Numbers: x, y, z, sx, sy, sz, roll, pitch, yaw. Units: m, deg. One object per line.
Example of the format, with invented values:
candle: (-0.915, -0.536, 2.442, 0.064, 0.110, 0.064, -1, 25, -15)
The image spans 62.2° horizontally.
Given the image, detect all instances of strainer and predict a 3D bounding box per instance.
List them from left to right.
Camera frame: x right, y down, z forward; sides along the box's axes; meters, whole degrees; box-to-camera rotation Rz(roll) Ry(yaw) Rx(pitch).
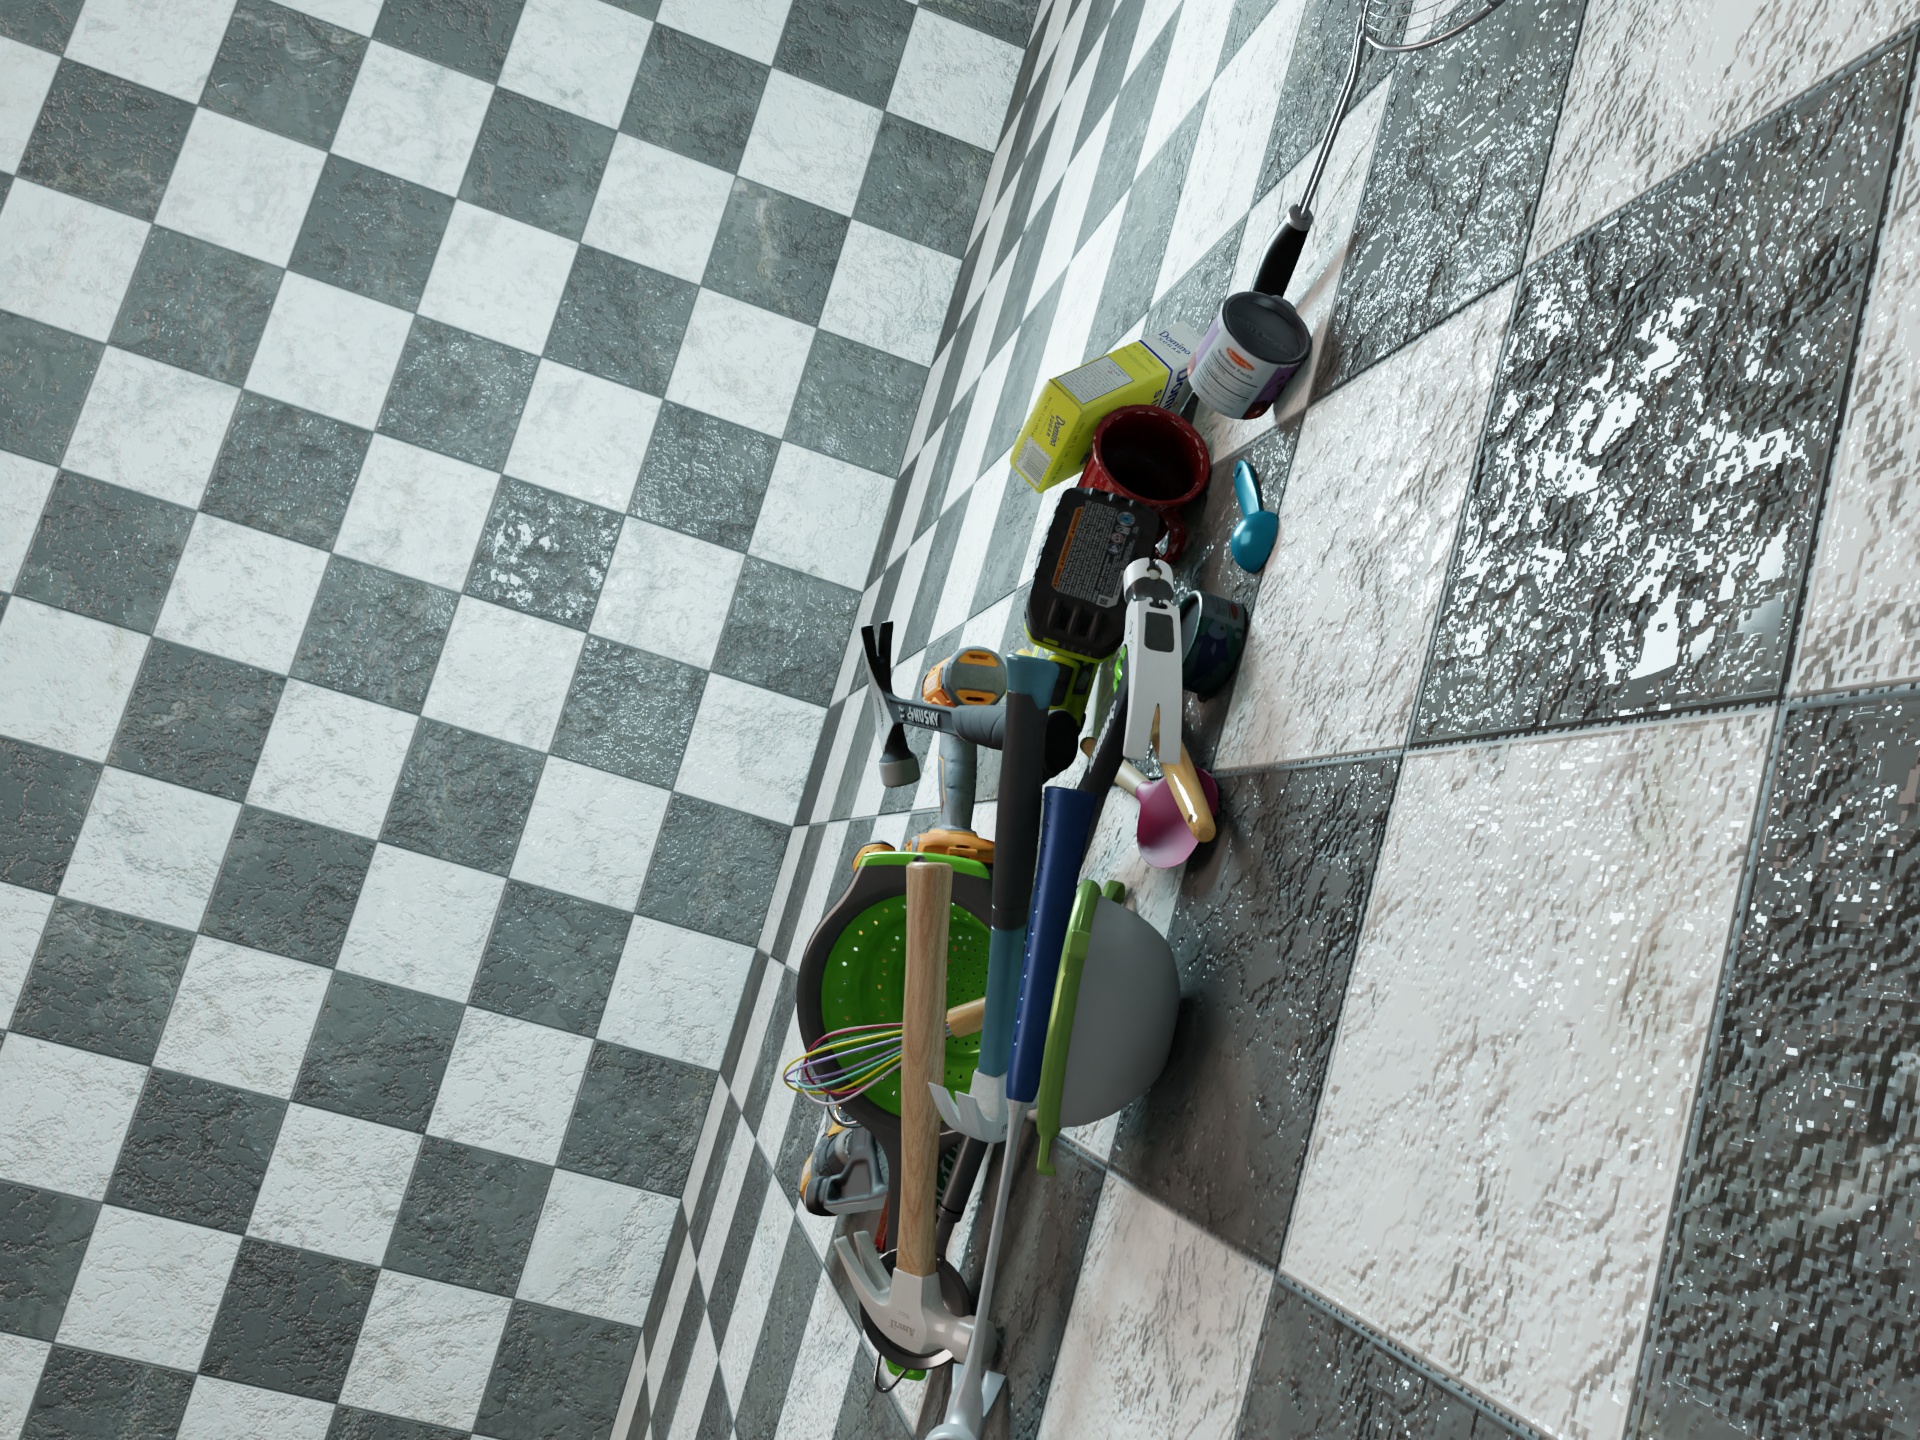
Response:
strainer: (-0.008, 0.358, 1.137, 0.050, 0.087, 0.258, -4, -66, -69)
strainer: (0.101, 0.157, 0.967, 0.256, 0.069, 0.151, -52, -30, -69)

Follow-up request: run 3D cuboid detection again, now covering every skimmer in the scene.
skimmer: (0.266, -0.367, 1.023, 0.363, 0.090, 0.127, 105, 173, -55)

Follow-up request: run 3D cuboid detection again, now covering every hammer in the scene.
hammer: (-0.073, 0.261, 1.409, 0.127, 0.034, 0.337, -20, 54, 31)
hammer: (-0.028, 0.264, 1.099, 0.130, 0.031, 0.331, 0, 87, 42)
hammer: (-0.002, -0.004, 1.253, 0.409, 0.036, 0.149, -171, 69, -70)
hammer: (0.033, 0.118, 1.028, 0.128, 0.033, 0.331, -18, -65, -59)
hammer: (0.034, 0.243, 0.977, 0.144, 0.035, 0.405, 46, -126, -79)
hammer: (0.090, 0.056, 1.095, 0.334, 0.035, 0.146, 107, 169, -48)

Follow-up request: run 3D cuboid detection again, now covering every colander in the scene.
colander: (-0.019, 0.296, 1.222, 0.094, 0.204, 0.397, -1, -87, -66)

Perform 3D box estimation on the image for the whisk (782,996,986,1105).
whisk: (-0.022, 0.227, 1.153, 0.245, 0.047, 0.051, -23, 12, 19)

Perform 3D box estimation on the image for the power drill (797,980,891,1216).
power drill: (-0.109, 0.366, 1.588, 0.185, 0.084, 0.226, 117, 162, -59)

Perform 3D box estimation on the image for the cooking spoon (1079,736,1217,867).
cooking spoon: (0.123, 0.045, 1.109, 0.069, 0.017, 0.319, -59, 12, 4)

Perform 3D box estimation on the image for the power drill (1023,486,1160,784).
power drill: (0.083, -0.055, 1.212, 0.223, 0.080, 0.171, 101, -173, -58)

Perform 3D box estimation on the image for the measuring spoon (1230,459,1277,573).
measuring spoon: (0.188, -0.145, 1.071, 0.129, 0.021, 0.042, -89, 20, -53)

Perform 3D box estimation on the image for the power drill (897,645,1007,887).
power drill: (-0.009, 0.052, 1.502, 0.164, 0.084, 0.226, 153, 122, -75)

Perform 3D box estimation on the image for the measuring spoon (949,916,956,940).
measuring spoon: (-0.010, 0.226, 1.517, 0.124, 0.018, 0.034, 109, 171, -45)

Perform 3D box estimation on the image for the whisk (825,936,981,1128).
whisk: (-0.028, 0.237, 1.334, 0.246, 0.059, 0.058, -53, 24, -10)

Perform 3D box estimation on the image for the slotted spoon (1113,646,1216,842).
slotted spoon: (0.134, 0.005, 1.055, 0.314, 0.031, 0.070, -95, 27, -68)
